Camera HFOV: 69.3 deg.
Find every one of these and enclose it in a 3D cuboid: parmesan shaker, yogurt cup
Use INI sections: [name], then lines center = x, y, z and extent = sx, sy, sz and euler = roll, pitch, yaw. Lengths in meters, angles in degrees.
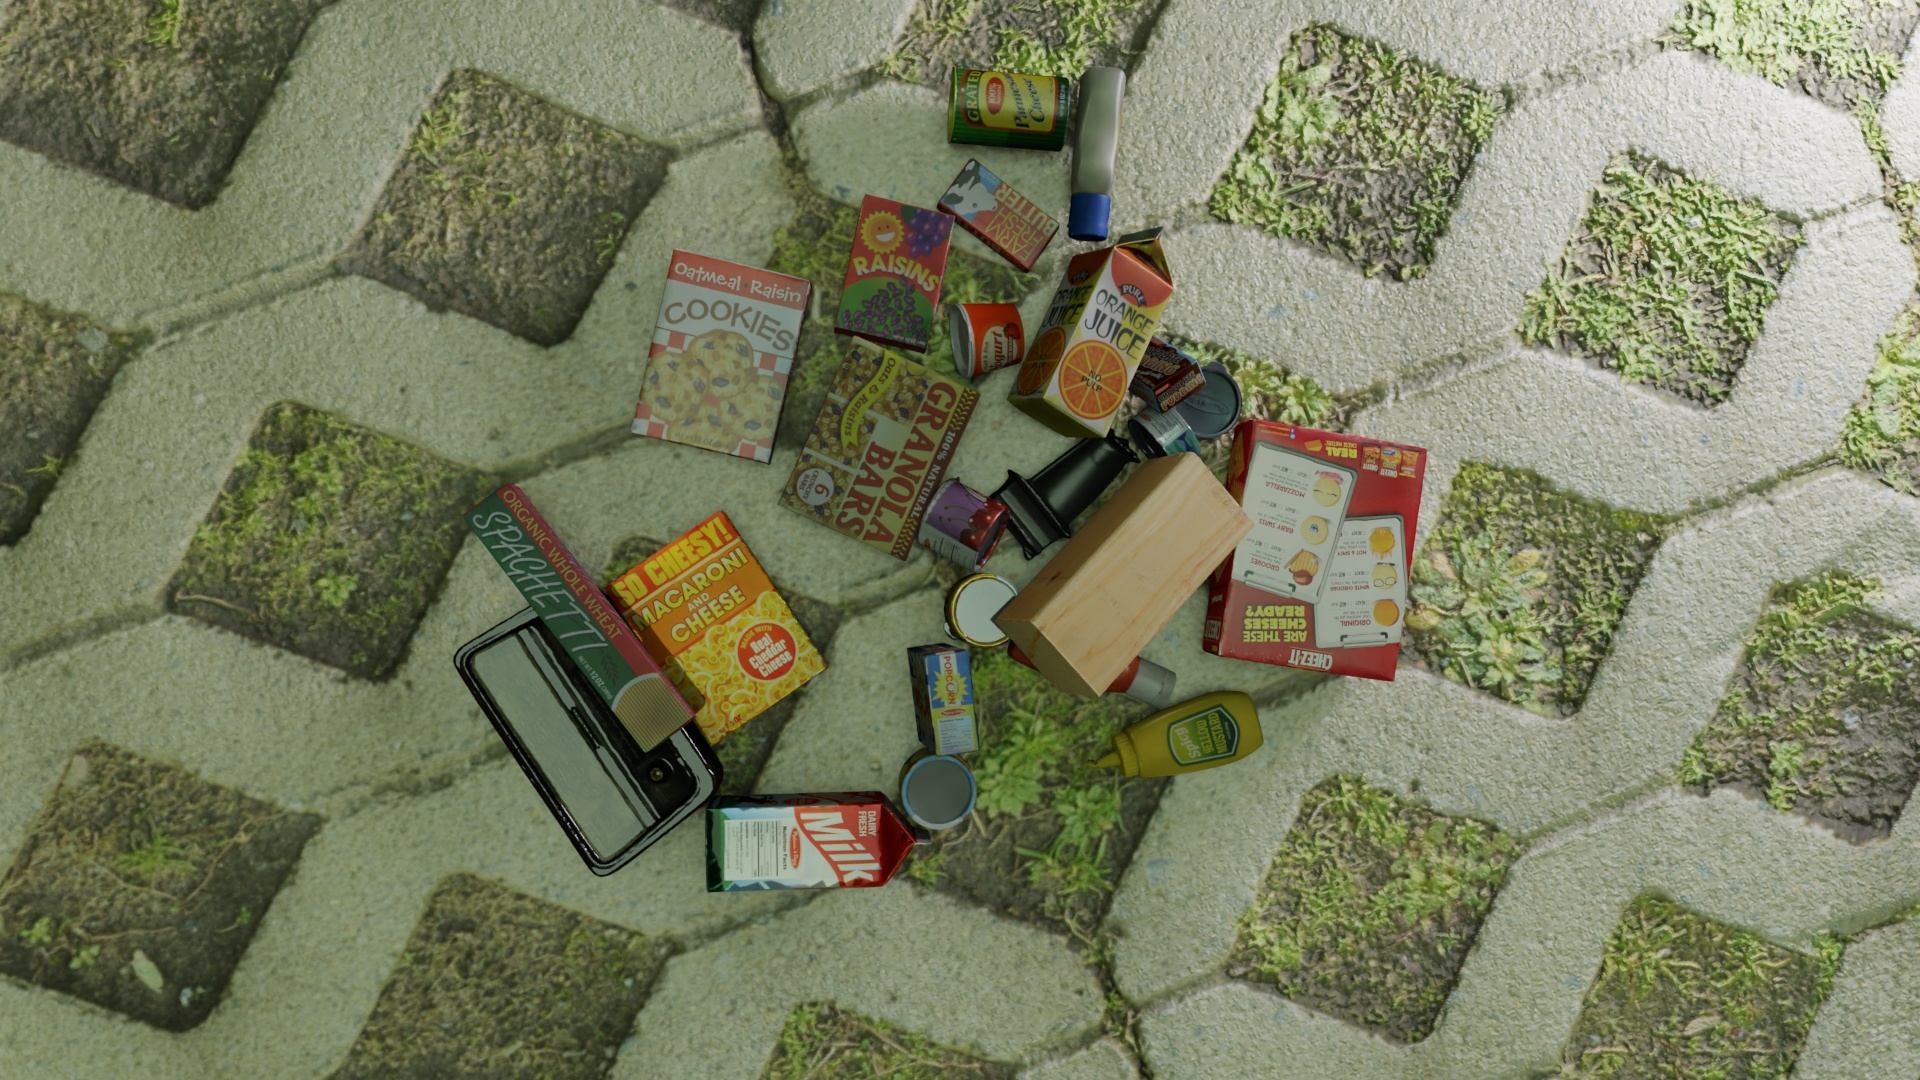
[parmesan shaker]
center = 0.043, -0.389, 1.245
extent = 0.103, 0.071, 0.071
euler = 3, 88, -5
[yogurt cup]
center = 0.024, -0.181, 1.238
extent = 0.054, 0.072, 0.072
euler = -10, 89, -13

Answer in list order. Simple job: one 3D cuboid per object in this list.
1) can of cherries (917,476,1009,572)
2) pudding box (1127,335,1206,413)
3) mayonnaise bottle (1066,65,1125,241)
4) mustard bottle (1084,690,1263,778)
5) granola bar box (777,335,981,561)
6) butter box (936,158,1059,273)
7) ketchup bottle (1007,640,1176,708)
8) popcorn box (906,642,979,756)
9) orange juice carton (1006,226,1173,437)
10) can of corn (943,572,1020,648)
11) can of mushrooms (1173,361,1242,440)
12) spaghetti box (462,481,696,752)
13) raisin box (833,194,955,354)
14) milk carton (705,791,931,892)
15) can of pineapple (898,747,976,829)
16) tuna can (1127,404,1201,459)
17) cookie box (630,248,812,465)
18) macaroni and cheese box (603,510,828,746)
[can of cherries]
center = 0.004, -0.015, 1.222
extent = 0.058, 0.071, 0.071
euler = 28, 86, 14
[pudding box]
center = 0.177, -0.149, 1.240
extent = 0.050, 0.084, 0.030
euler = -32, 122, -6
[mayonnaise bottle]
center = 0.122, -0.347, 1.255
extent = 0.041, 0.065, 0.148
euler = 5, 92, -2
[mustard bottle]
center = 0.189, 0.182, 1.248
extent = 0.160, 0.049, 0.065
euler = -16, 88, -6
[granola bar box]
center = -0.072, -0.081, 1.231
extent = 0.124, 0.039, 0.165
euler = 24, 91, -4
[butter box]
center = 0.035, -0.294, 1.262
extent = 0.103, 0.024, 0.053
euler = 36, 85, -3
[ketchup bottle]
center = 0.120, 0.105, 1.247
extent = 0.149, 0.043, 0.065
euler = 25, 86, -4
[popcorn box]
center = -0.016, 0.134, 1.191
extent = 0.038, 0.126, 0.085
euler = -6, 89, -9
[orange juice carton]
center = 0.123, -0.192, 1.231
extent = 0.073, 0.072, 0.193
euler = 29, 82, -24
[can of corn]
center = 0.018, 0.063, 1.231
extent = 0.071, 0.058, 0.071
euler = 0, 88, -5
[can of mushrooms]
center = 0.222, -0.127, 1.269
extent = 0.071, 0.033, 0.071
euler = 0, 88, -5
[spaghetti box]
center = -0.314, 0.063, 1.146
extent = 0.050, 0.028, 0.250
euler = -38, 90, -7
[raisin box]
center = -0.059, -0.238, 1.244
extent = 0.086, 0.040, 0.123
euler = 12, 88, -4
[milk carton]
center = -0.121, 0.259, 1.205
extent = 0.191, 0.072, 0.073
euler = -1, 89, -4
[can of pineapple]
center = -0.021, 0.215, 1.223
extent = 0.071, 0.058, 0.071
euler = 0, 88, -5
[tuna can]
center = 0.184, -0.090, 1.250
extent = 0.033, 0.071, 0.071
euler = -38, 92, -6
[cookie box]
center = -0.210, -0.162, 1.227
extent = 0.123, 0.040, 0.167
euler = 13, 88, -5
[macaroni and cheese box]
center = -0.213, 0.076, 1.218
extent = 0.124, 0.040, 0.166
euler = -34, 92, -6
